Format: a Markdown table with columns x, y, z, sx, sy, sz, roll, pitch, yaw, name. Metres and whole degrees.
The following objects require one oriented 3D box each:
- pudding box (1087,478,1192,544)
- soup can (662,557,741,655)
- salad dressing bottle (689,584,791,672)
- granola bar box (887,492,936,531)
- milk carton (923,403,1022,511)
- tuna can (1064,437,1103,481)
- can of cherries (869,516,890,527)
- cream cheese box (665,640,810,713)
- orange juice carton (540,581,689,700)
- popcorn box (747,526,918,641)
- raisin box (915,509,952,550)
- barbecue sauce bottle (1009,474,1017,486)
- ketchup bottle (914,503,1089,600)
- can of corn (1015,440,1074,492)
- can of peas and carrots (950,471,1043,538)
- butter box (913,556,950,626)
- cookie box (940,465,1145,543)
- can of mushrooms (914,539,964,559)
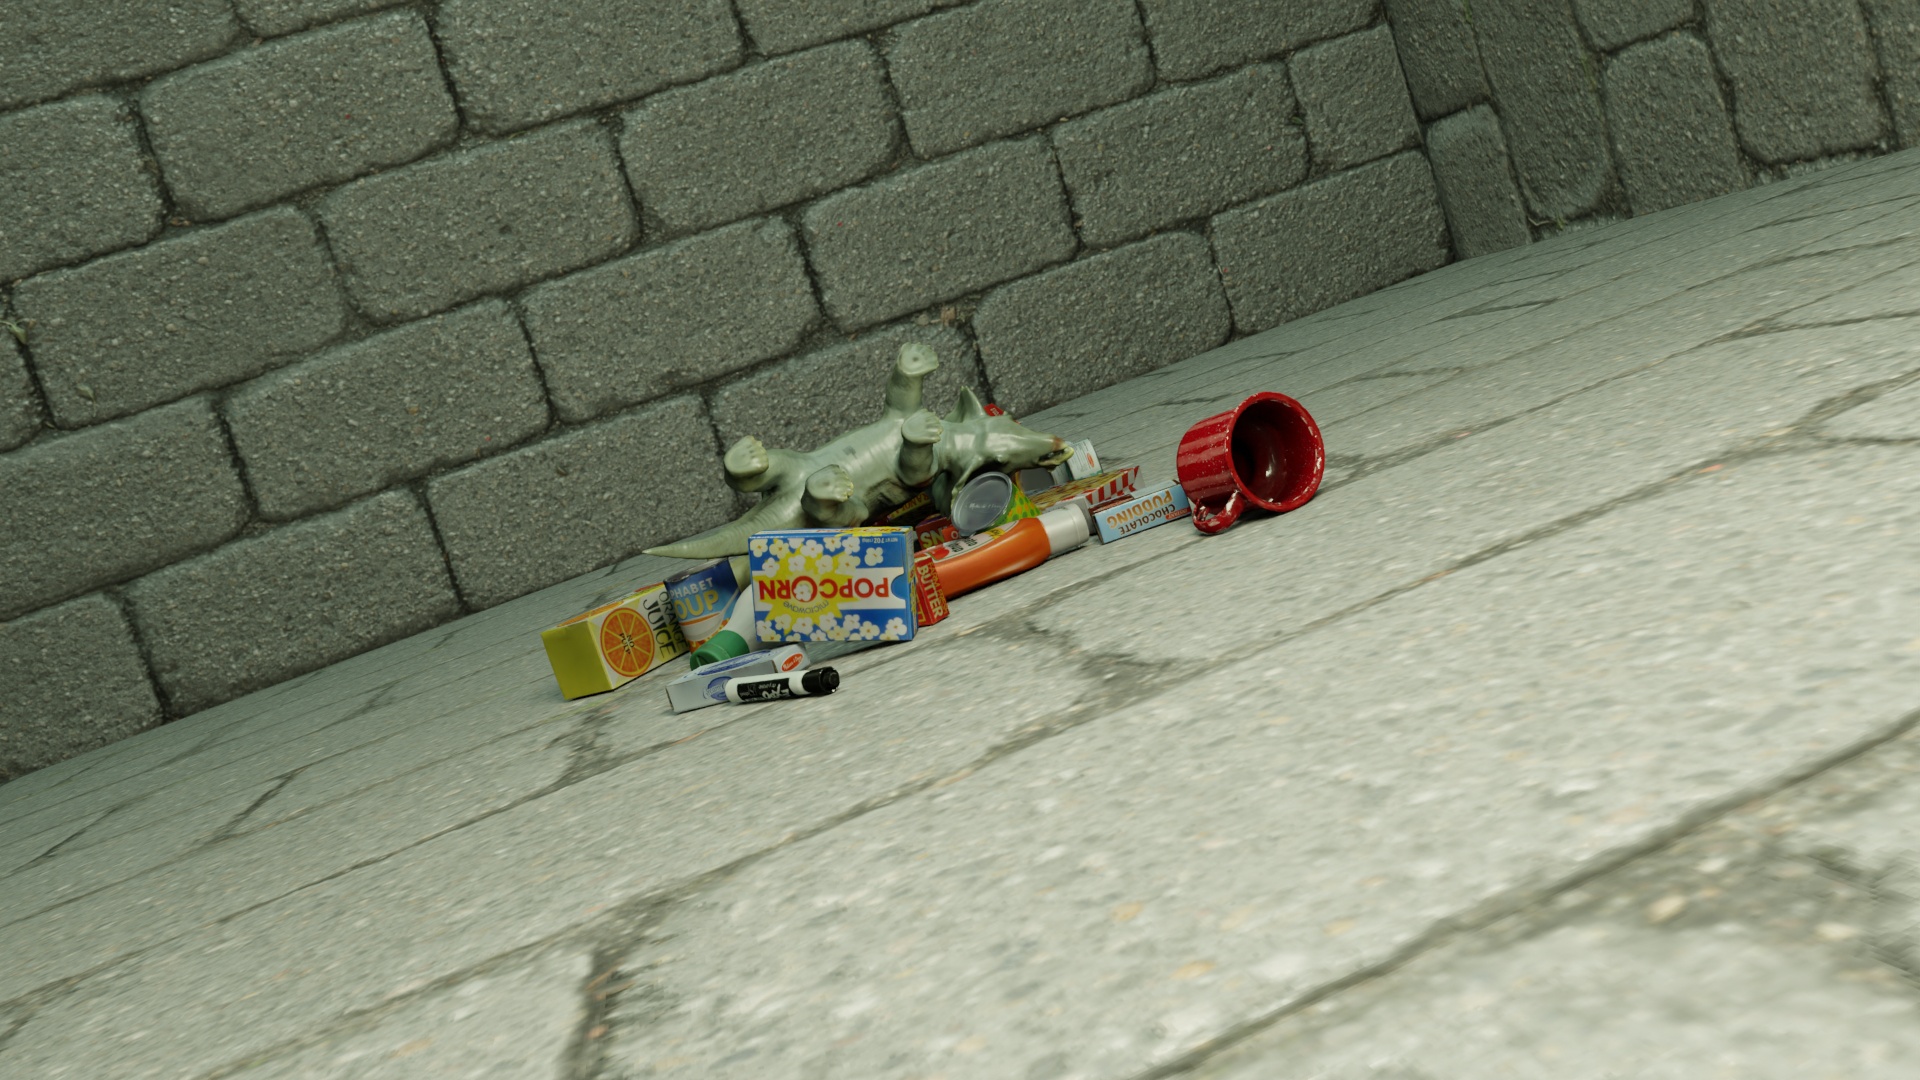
| x | y | z | sx | sy | sz | roll | pitch | yaw | name |
| --- | --- | --- | --- | --- | --- | --- | --- | --- | --- |
| 0.156 | -0.026 | 1.215 | 0.084 | 0.030 | 0.050 | -19 | 8 | 3 | pudding box |
| -0.242 | 0.066 | 1.335 | 0.071 | 0.083 | 0.071 | -19 | 7 | 2 | soup can |
| -0.179 | 0.077 | 1.202 | 0.044 | 0.064 | 0.148 | -28 | 9 | 32 | salad dressing bottle |
| -0.035 | -0.048 | 1.634 | 0.124 | 0.039 | 0.166 | -24 | -9 | 30 | granola bar box |
| 0.015 | -0.096 | 1.545 | 0.072 | 0.073 | 0.191 | -40 | -2 | 26 | milk carton |
| 0.134 | -0.073 | 1.492 | 0.033 | 0.071 | 0.071 | -20 | 7 | 1 | tuna can |
| -0.105 | 0.007 | 1.525 | 0.071 | 0.058 | 0.071 | -18 | 7 | 2 | can of cherries |
| -0.174 | 0.107 | 1.092 | 0.103 | 0.024 | 0.053 | -16 | 6 | 23 | cream cheese box |
| -0.323 | 0.090 | 1.410 | 0.071 | 0.073 | 0.193 | -15 | 8 | 33 | orange juice carton |
| -0.099 | 0.034 | 1.083 | 0.127 | 0.085 | 0.038 | -1 | 9 | 10 | popcorn box |
| 0.005 | -0.019 | 1.518 | 0.086 | 0.040 | 0.123 | -17 | 6 | 12 | raisin box |
| 0.074 | -0.072 | 1.721 | 0.148 | 0.043 | 0.065 | -14 | 9 | 32 | barbecue sauce bottle |
| 0.037 | 0.010 | 1.201 | 0.149 | 0.043 | 0.065 | -20 | 10 | -11 | ketchup bottle |
| 0.103 | -0.071 | 1.557 | 0.058 | 0.071 | 0.071 | -25 | 9 | -39 | can of corn |
| 0.034 | -0.017 | 1.259 | 0.071 | 0.058 | 0.071 | -24 | 44 | 26 | can of peas and carrots |
| -0.060 | 0.047 | 1.131 | 0.103 | 0.053 | 0.024 | -13 | 6 | 38 | butter box |
| 0.082 | -0.024 | 1.355 | 0.167 | 0.040 | 0.123 | -13 | 9 | 34 | cookie box |
| -0.021 | 0.025 | 1.276 | 0.071 | 0.033 | 0.071 | -18 | 8 | 3 | can of mushrooms |
